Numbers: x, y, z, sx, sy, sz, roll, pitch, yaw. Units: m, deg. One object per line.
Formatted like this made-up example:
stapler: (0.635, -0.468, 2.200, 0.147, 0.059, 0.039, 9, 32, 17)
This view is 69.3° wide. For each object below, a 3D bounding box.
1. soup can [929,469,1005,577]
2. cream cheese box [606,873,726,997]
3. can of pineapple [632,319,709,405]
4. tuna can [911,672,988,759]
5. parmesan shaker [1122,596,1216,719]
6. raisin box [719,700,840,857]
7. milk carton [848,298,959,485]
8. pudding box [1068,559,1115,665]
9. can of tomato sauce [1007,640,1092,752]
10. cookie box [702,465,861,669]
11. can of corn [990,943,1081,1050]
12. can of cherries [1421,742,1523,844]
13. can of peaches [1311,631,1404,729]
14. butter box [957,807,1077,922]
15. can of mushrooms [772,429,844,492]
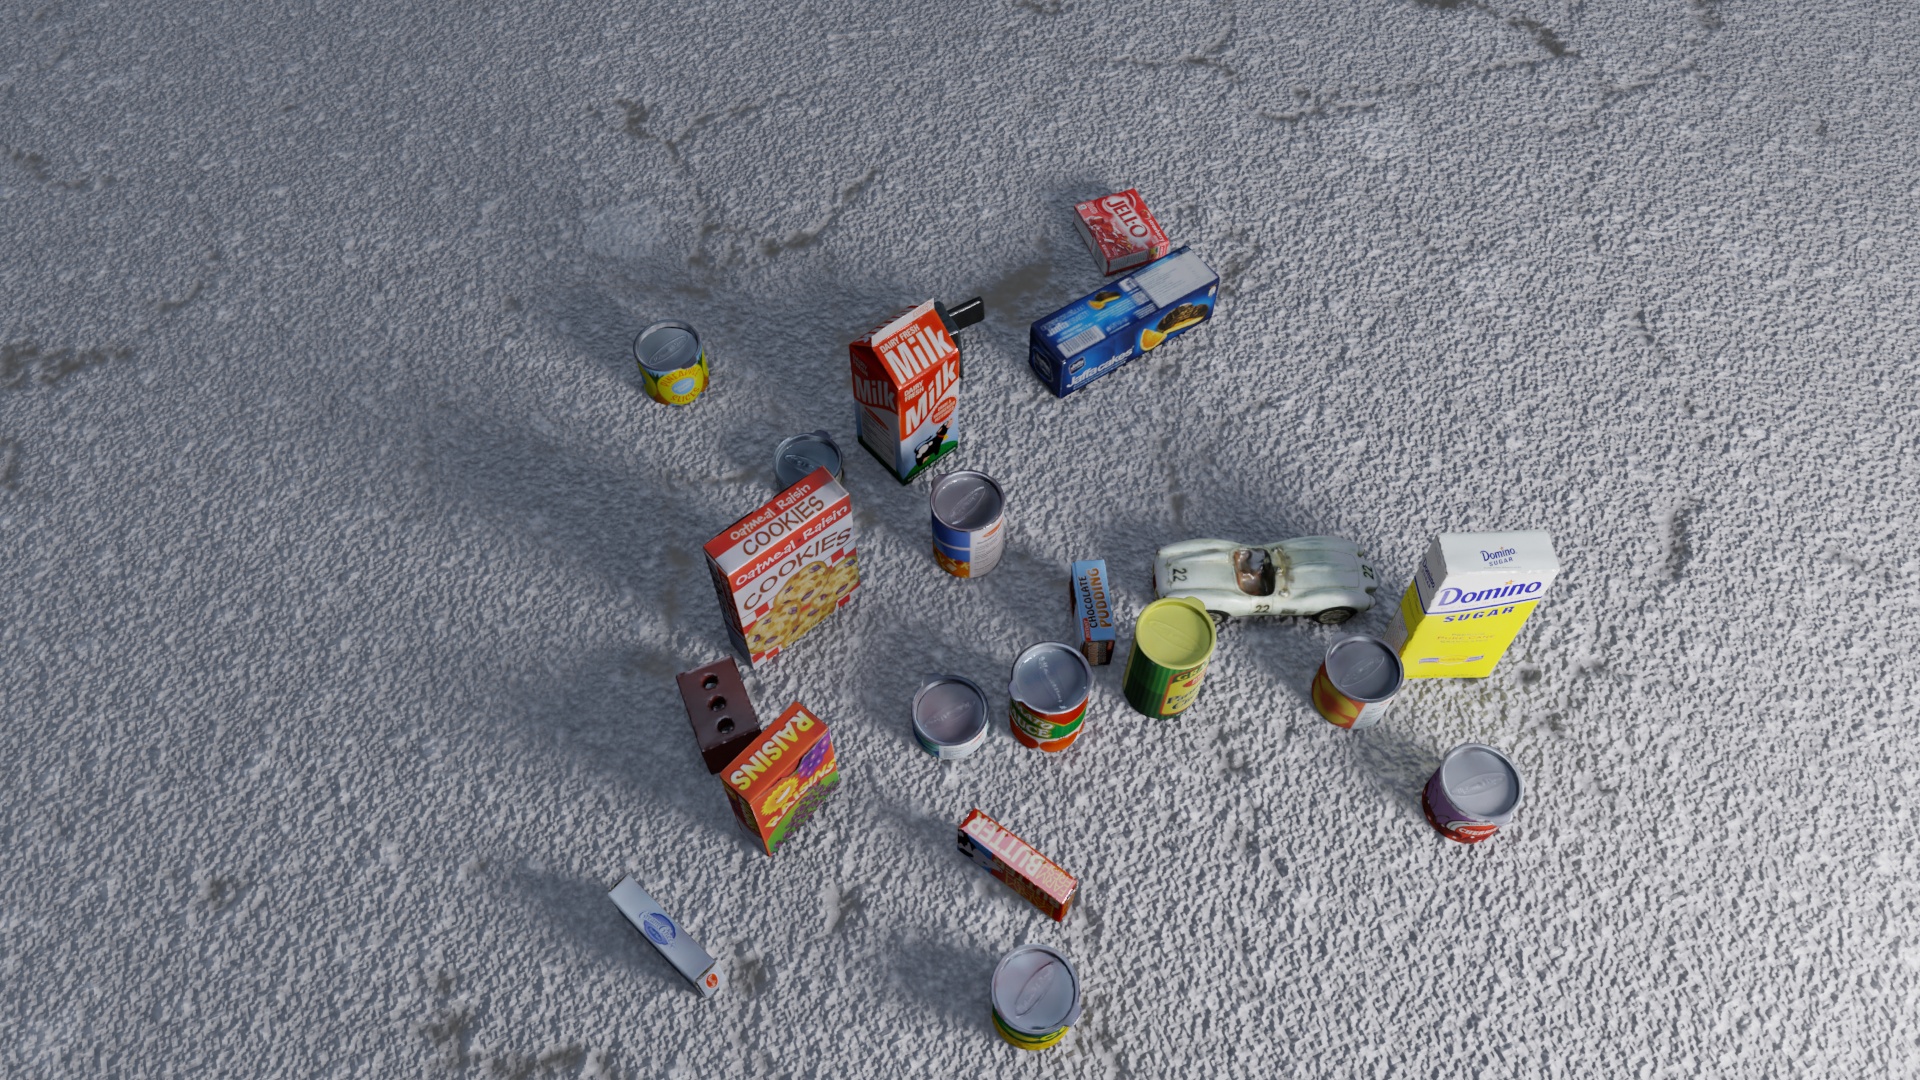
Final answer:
soup can: (0.004, -0.016, 1.259, 0.071, 0.083, 0.071, 0, 58, 0)
cream cheese box: (-0.227, 0.306, 1.074, 0.104, 0.053, 0.024, 38, 65, 21)
can of pineapple: (-0.285, -0.174, 1.373, 0.071, 0.057, 0.071, 0, 58, 0)
tuna can: (-0.010, 0.149, 1.185, 0.071, 0.032, 0.071, 0, 58, 0)
parmesan shaker: (0.177, 0.100, 1.175, 0.071, 0.102, 0.071, 0, 58, 0)
raisin box: (-0.141, 0.191, 1.105, 0.040, 0.122, 0.086, 38, 65, 21)
milk carton: (-0.050, -0.143, 1.276, 0.072, 0.189, 0.073, -37, 65, -20)
pudding box: (0.116, 0.063, 1.230, 0.030, 0.049, 0.084, -4, 58, -2)
can of tomato sauce: (0.073, 0.134, 1.166, 0.071, 0.082, 0.071, 0, 58, 0)
cookie box: (-0.148, 0.025, 1.184, 0.123, 0.166, 0.040, -37, 65, -20)
can of corn: (0.057, 0.346, 1.047, 0.071, 0.058, 0.071, 0, 58, 0)
can of cherries: (0.417, 0.209, 1.133, 0.071, 0.058, 0.072, 0, 58, 0)
can of peaches: (0.338, 0.119, 1.190, 0.071, 0.057, 0.071, 0, 58, 0)
butter box: (0.045, 0.258, 1.105, 0.103, 0.053, 0.024, 32, 64, 19)
can of mushrooms: (-0.143, -0.069, 1.321, 0.071, 0.033, 0.071, 0, 58, 0)
